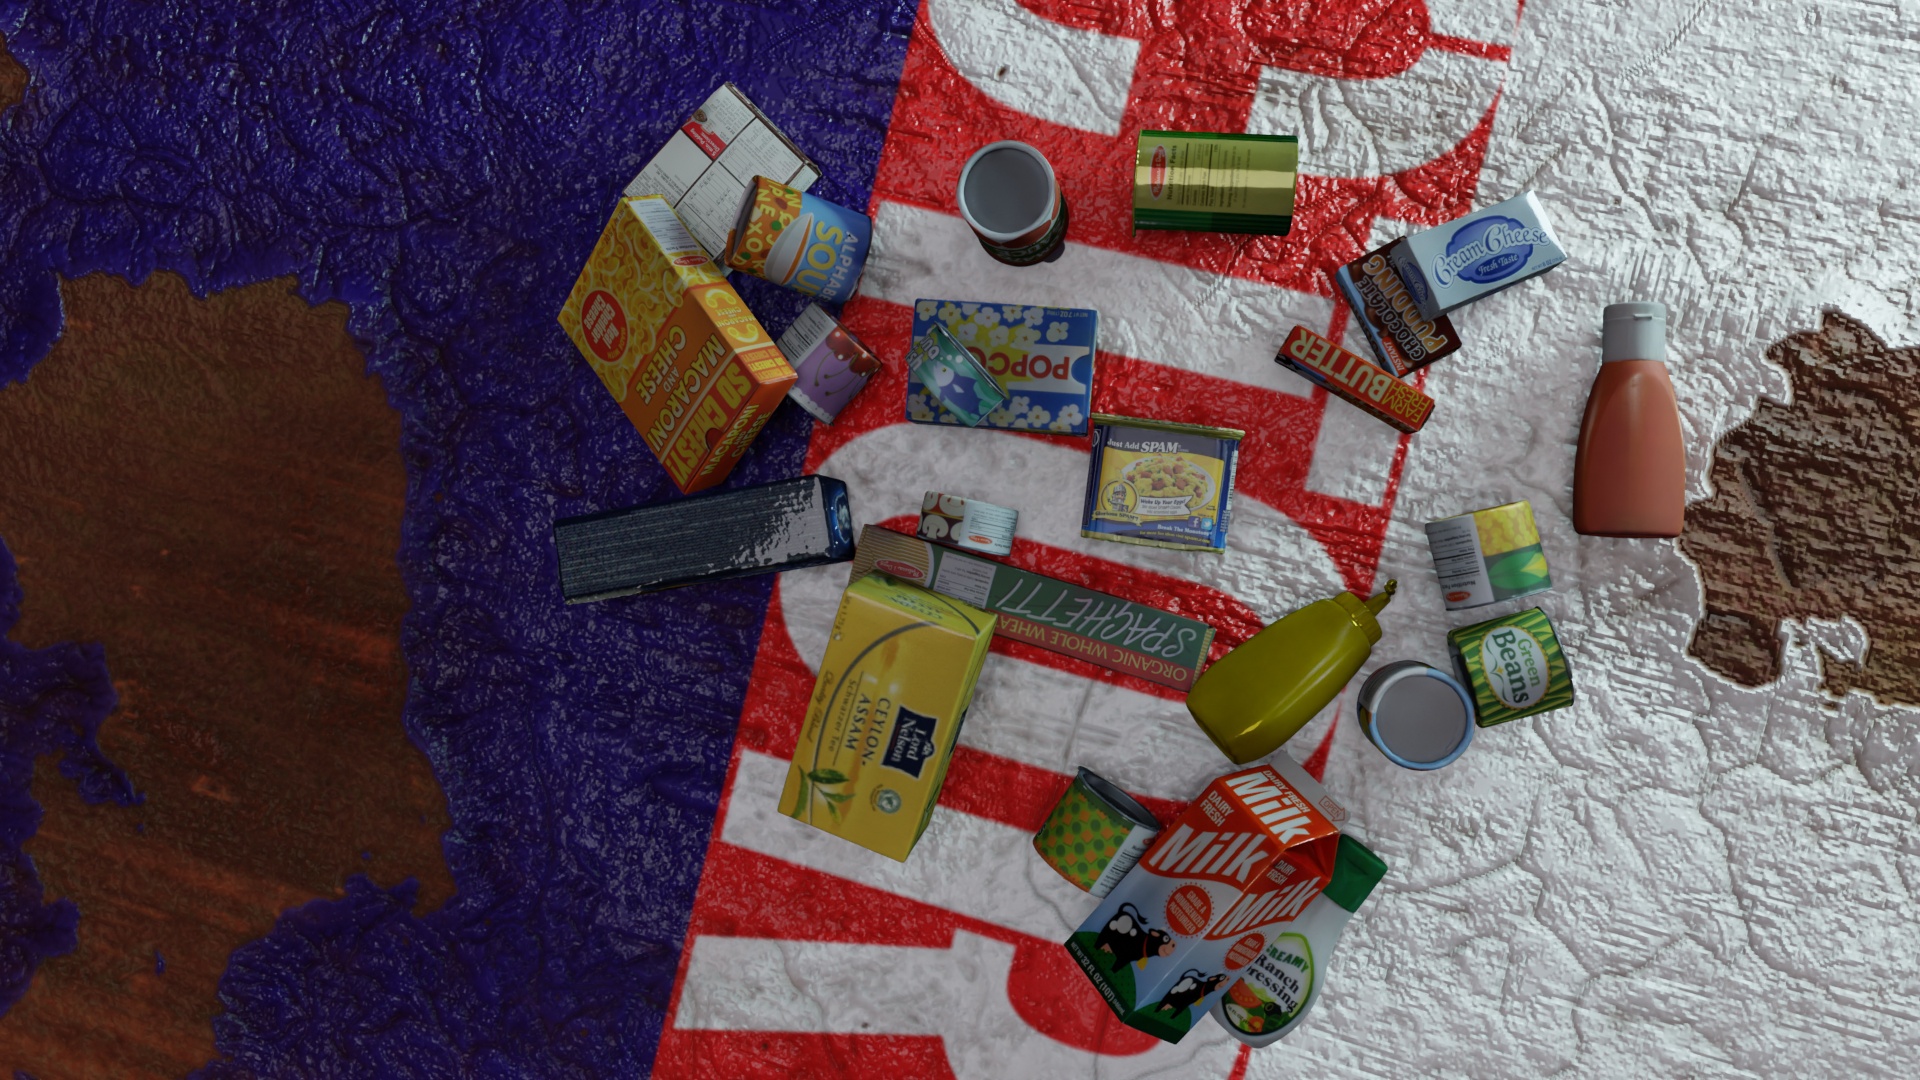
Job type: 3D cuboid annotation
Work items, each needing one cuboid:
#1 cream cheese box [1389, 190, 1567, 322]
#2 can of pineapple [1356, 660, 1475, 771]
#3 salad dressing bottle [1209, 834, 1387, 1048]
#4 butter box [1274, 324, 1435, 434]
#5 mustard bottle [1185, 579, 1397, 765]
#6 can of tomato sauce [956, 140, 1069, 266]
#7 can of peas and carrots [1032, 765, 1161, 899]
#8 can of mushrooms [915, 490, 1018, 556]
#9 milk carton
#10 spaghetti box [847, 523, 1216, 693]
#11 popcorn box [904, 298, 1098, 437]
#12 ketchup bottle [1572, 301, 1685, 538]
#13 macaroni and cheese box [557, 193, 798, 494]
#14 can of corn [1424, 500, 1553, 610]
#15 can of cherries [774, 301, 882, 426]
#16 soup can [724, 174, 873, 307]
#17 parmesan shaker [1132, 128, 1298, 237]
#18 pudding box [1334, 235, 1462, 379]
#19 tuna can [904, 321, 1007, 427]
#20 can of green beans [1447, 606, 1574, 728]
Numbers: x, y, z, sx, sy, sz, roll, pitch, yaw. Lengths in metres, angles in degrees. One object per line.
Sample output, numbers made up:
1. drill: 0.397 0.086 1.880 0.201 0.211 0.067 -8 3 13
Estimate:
1. cream cheese box: 0.333 -0.184 0.895 0.104 0.024 0.053 -23 83 -15
2. can of pineapple: 0.294 0.114 0.896 0.071 0.058 0.071 0 89 9
3. salad dressing bottle: 0.222 0.262 0.913 0.064 0.044 0.147 36 95 16
4. butter box: 0.257 -0.105 0.909 0.103 0.053 0.024 31 96 9
5. mustard bottle: 0.225 0.078 0.907 0.160 0.048 0.065 -36 49 -4
6. can of tomato sauce: 0.037 -0.223 0.932 0.071 0.083 0.071 0 89 10
7. can of peas and carrots: 0.089 0.195 0.926 0.071 0.071 0.058 34 95 8
8. can of mushrooms: 0.003 -0.012 0.944 0.071 0.071 0.033 12 92 9
9. milk carton: 0.165 0.225 0.894 0.190 0.073 0.072 -49 43 4
10. spaghetti box: 0.047 0.046 0.953 0.250 0.029 0.050 16 92 9
11. popcorn box: 0.028 -0.118 0.955 0.127 0.038 0.085 5 89 10
12. ketchup bottle: 0.427 -0.076 0.885 0.065 0.043 0.148 2 89 9
13. macaroni and cheese box: -0.199 -0.133 0.955 0.166 0.040 0.123 53 130 13
14. can of corn: 0.339 0.009 0.888 0.071 0.071 0.058 -14 87 9
15. can of cherries: -0.095 -0.122 0.963 0.071 0.071 0.058 43 95 7
16. soup can: -0.110 -0.202 0.946 0.084 0.071 0.071 16 92 -22
17. parmesan shaker: 0.168 -0.234 0.920 0.103 0.071 0.071 5 90 9
18. pudding box: 0.288 -0.152 0.916 0.049 0.030 0.084 -26 85 8
19. tuna can: -0.005 -0.108 0.904 0.033 0.071 0.071 -43 83 8
20. can of green beans: 0.349 0.081 0.884 0.058 0.071 0.071 -17 87 9
